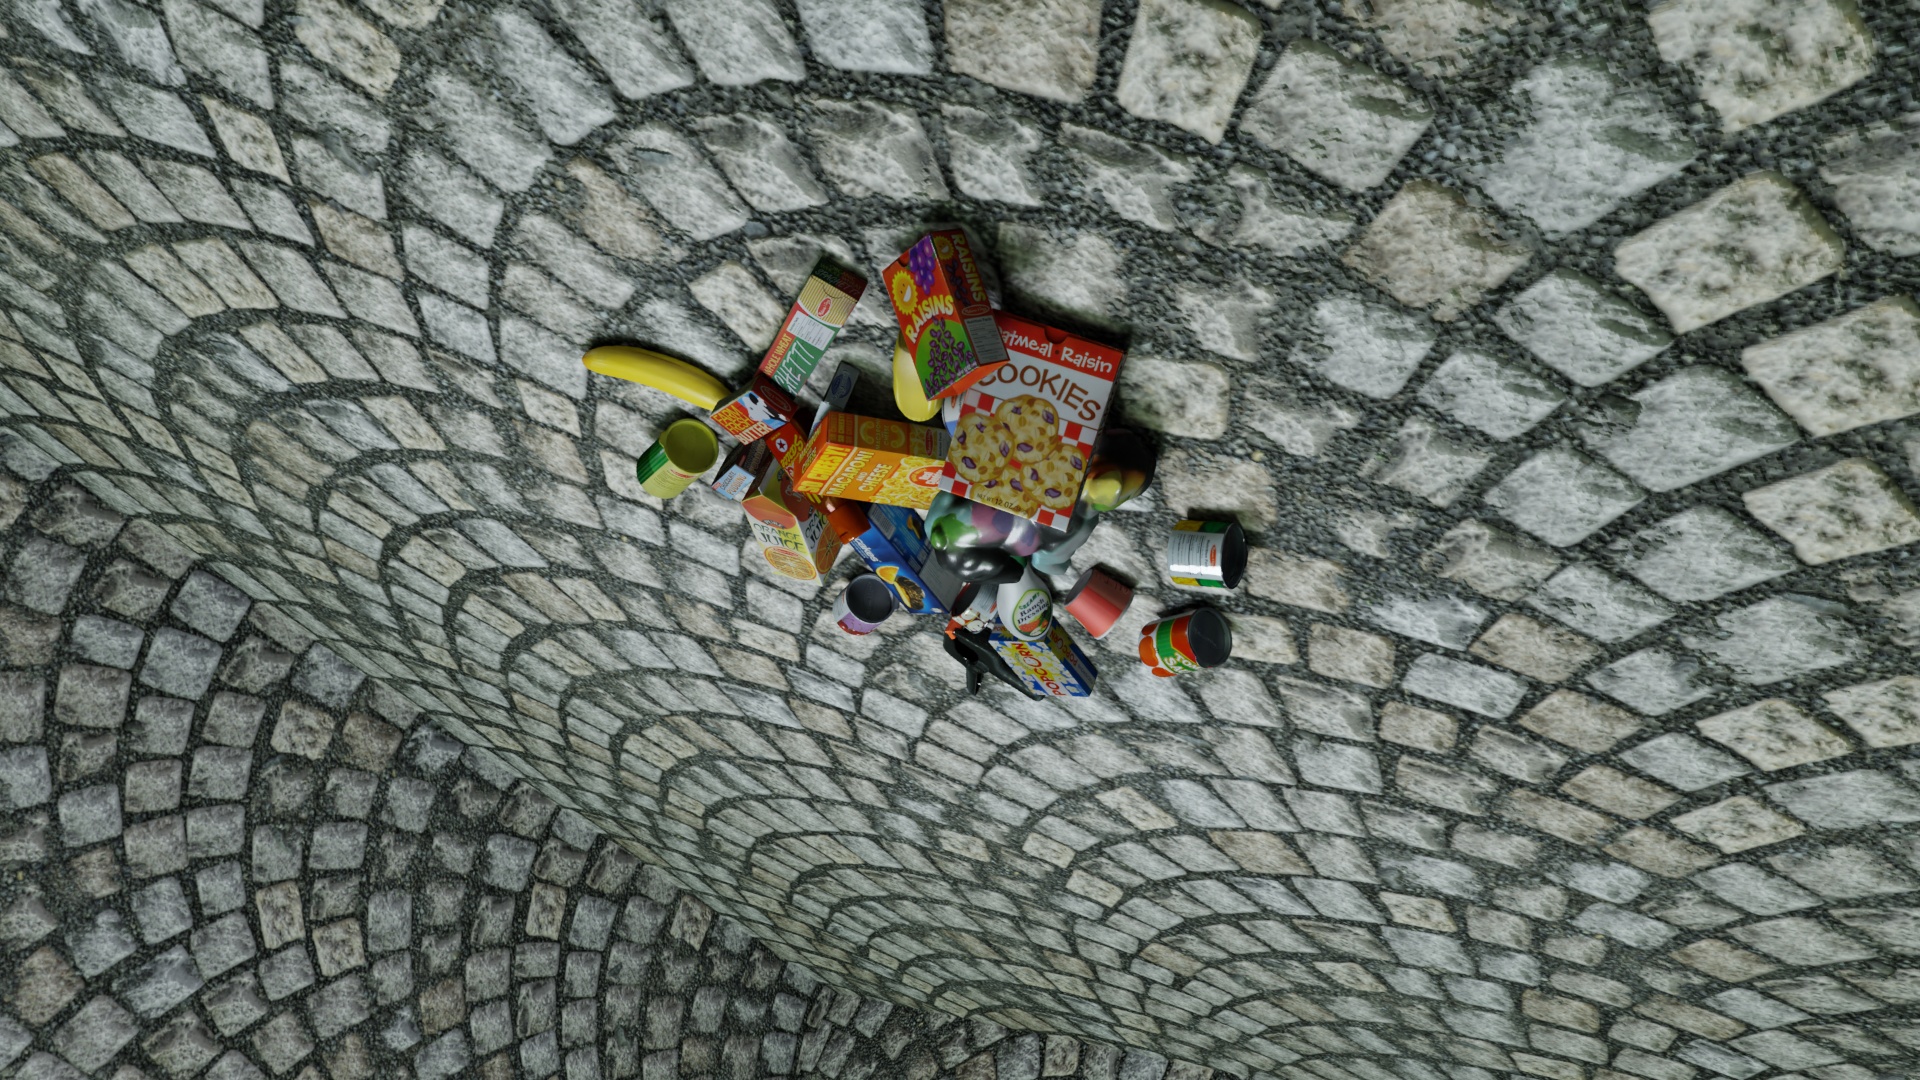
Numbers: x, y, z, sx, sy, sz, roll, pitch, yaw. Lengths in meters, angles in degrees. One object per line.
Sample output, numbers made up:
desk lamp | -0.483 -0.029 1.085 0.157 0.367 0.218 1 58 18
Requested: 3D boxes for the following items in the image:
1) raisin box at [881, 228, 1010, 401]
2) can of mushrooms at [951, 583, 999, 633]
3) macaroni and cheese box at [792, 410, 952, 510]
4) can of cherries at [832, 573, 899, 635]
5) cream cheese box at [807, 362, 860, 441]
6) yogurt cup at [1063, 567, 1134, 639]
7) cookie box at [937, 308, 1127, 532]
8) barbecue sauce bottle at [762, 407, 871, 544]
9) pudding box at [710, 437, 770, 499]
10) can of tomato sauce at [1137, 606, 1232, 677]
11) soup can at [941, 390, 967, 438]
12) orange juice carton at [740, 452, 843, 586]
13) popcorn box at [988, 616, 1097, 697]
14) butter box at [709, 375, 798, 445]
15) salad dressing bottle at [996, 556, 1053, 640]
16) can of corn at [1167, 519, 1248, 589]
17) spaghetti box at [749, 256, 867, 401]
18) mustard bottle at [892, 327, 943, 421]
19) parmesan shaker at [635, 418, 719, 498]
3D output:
raisin box | -0.014 -0.192 1.186 0.086 0.040 0.123 -27 81 55
can of mushrooms | 0.020 0.074 1.635 0.033 0.071 0.071 35 149 -17
macaroni and cheese box | -0.075 -0.079 1.422 0.167 0.040 0.123 8 156 -21
can of cherries | -0.119 0.083 1.751 0.071 0.072 0.058 30 150 -10
cream cheese box | -0.131 -0.133 1.422 0.024 0.053 0.103 23 151 -5
yogurt cup | 0.151 0.067 1.533 0.054 0.073 0.072 37 149 -6
cookie box | 0.063 -0.107 1.227 0.123 0.167 0.040 19 -169 8
barbecue sauce bottle | -0.150 -0.066 1.491 0.064 0.044 0.148 -31 92 43
pudding box | -0.251 -0.086 1.591 0.030 0.050 0.083 33 150 -18
can of tomato sauce | 0.247 0.115 1.532 0.071 0.071 0.083 37 148 -21
soup can | 0.037 -0.123 1.304 0.083 0.072 0.071 -8 138 43
orange juice carton | -0.197 -0.032 1.615 0.073 0.072 0.191 14 149 18
popcorn box | 0.103 0.145 1.717 0.085 0.038 0.126 -1 142 38
butter box | -0.217 -0.135 1.450 0.053 0.024 0.103 38 150 -22
salad dressing bottle | 0.066 0.051 1.575 0.044 0.064 0.147 45 161 44
can of corn | 0.245 0.014 1.376 0.058 0.071 0.071 4 145 32
spaghetti box | -0.157 -0.195 1.367 0.050 0.029 0.249 30 150 -11
mustard bottle | -0.038 -0.153 1.314 0.049 0.065 0.159 17 154 4
parmesan shaker | -0.334 -0.095 1.617 0.071 0.071 0.102 35 149 -18
